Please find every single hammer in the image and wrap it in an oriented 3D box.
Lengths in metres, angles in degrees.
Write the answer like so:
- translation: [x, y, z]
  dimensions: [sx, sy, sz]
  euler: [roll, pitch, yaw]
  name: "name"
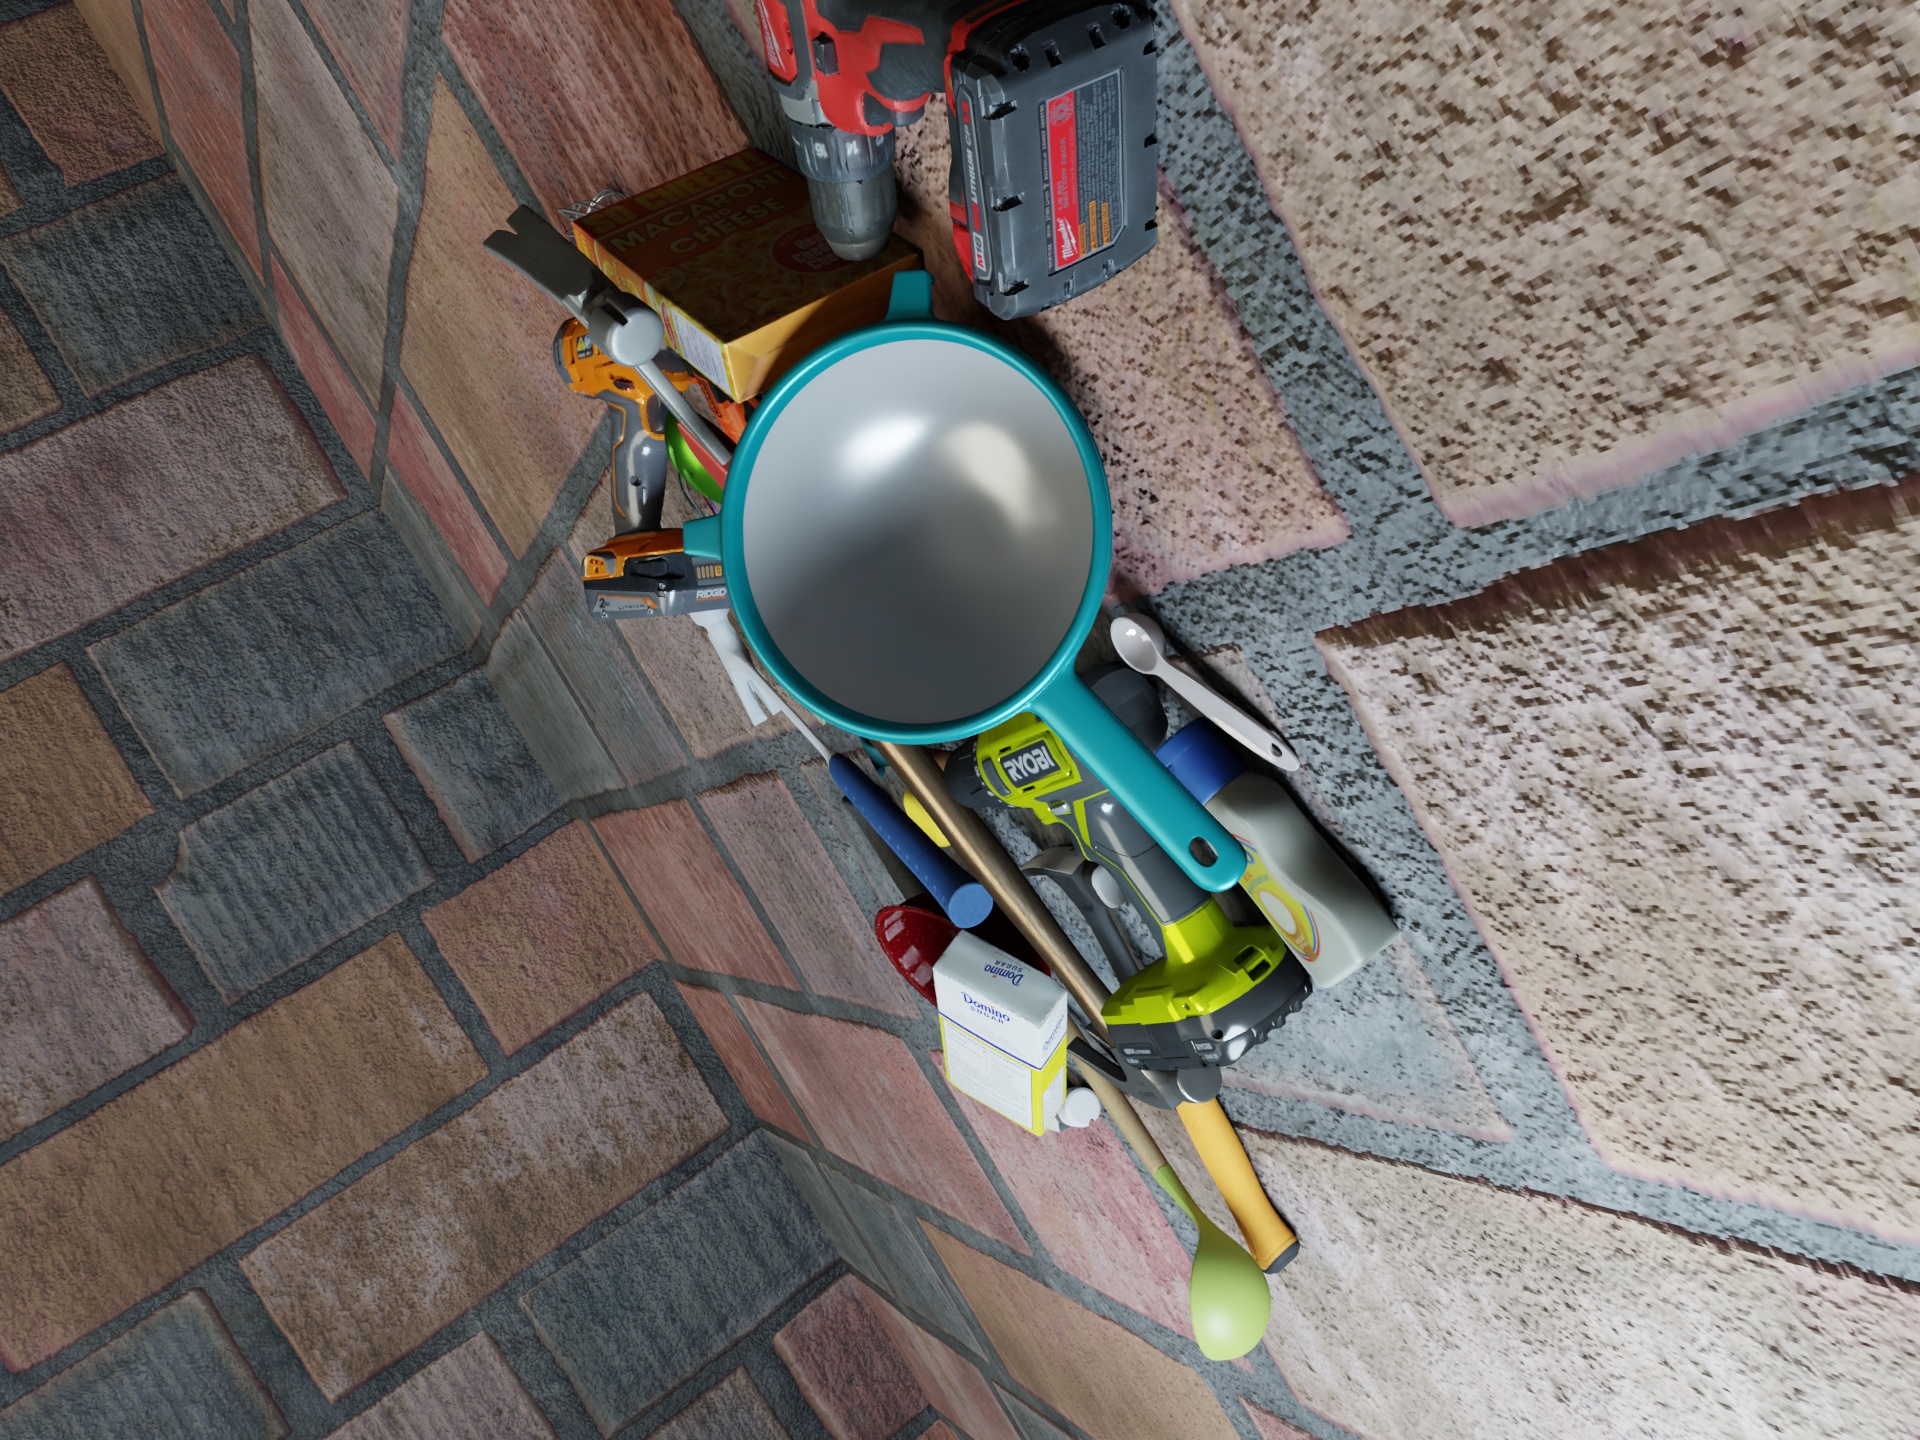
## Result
- translation: [-0.097, 0.033, 1.239]
  dimensions: [0.406, 0.035, 0.143]
  euler: [43, 163, 44]
  name: "hammer"
- translation: [0.142, 0.235, 1.090]
  dimensions: [0.336, 0.034, 0.127]
  euler: [62, 158, -11]
  name: "hammer"
- translation: [-0.132, -0.143, 0.923]
  dimensions: [0.149, 0.037, 0.358]
  euler: [42, 175, 38]
  name: "hammer"
- translation: [0.037, 0.117, 1.039]
  dimensions: [0.331, 0.031, 0.130]
  euler: [52, 158, 1]
  name: "hammer"
- translation: [-0.003, 0.201, 1.359]
  dimensions: [0.335, 0.035, 0.146]
  euler: [58, 158, 0]
  name: "hammer"

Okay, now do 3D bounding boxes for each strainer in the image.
- translation: [0.030, -0.050, 0.819]
  dimensions: [0.340, 0.211, 0.095]
  euler: [47, -161, 10]
  name: "strainer"

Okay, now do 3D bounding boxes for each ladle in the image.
- translation: [0.123, 0.314, 1.151]
  dimensions: [0.078, 0.062, 0.321]
  euler: [42, -172, -46]
  name: "ladle"

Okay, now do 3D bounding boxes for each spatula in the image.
- translation: [-0.013, 0.022, 1.154]
  dimensions: [0.318, 0.044, 0.082]
  euler: [9, 127, 57]
  name: "spatula"

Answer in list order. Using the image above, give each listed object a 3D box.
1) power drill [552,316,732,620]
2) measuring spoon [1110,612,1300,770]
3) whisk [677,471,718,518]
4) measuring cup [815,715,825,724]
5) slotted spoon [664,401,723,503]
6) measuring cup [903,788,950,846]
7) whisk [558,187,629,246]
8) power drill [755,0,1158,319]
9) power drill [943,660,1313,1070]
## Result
- translation: [-0.216, -0.189, 1.141]
  dimensions: [0.164, 0.084, 0.226]
  euler: [0, 98, 45]
  name: "power drill"
- translation: [0.127, -0.016, 0.813]
  dimensions: [0.124, 0.018, 0.034]
  euler: [40, 152, 23]
  name: "measuring spoon"
- translation: [-0.160, -0.116, 1.255]
  dimensions: [0.047, 0.051, 0.244]
  euler: [23, 143, 47]
  name: "whisk"
- translation: [-0.112, -0.049, 1.258]
  dimensions: [0.083, 0.038, 0.167]
  euler: [47, 164, 27]
  name: "measuring cup"
- translation: [-0.124, -0.108, 1.088]
  dimensions: [0.070, 0.031, 0.313]
  euler: [49, 177, 36]
  name: "slotted spoon"
- translation: [0.004, 0.113, 1.229]
  dimensions: [0.156, 0.029, 0.062]
  euler: [61, 158, -8]
  name: "measuring cup"
- translation: [-0.204, -0.327, 1.067]
  dimensions: [0.057, 0.059, 0.246]
  euler: [27, 179, -42]
  name: "whisk"
- translation: [-0.014, -0.260, 0.700]
  dimensions: [0.227, 0.080, 0.187]
  euler: [45, 155, 37]
  name: "power drill"
- translation: [0.086, 0.086, 0.927]
  dimensions: [0.228, 0.080, 0.190]
  euler: [59, 150, -3]
  name: "power drill"
